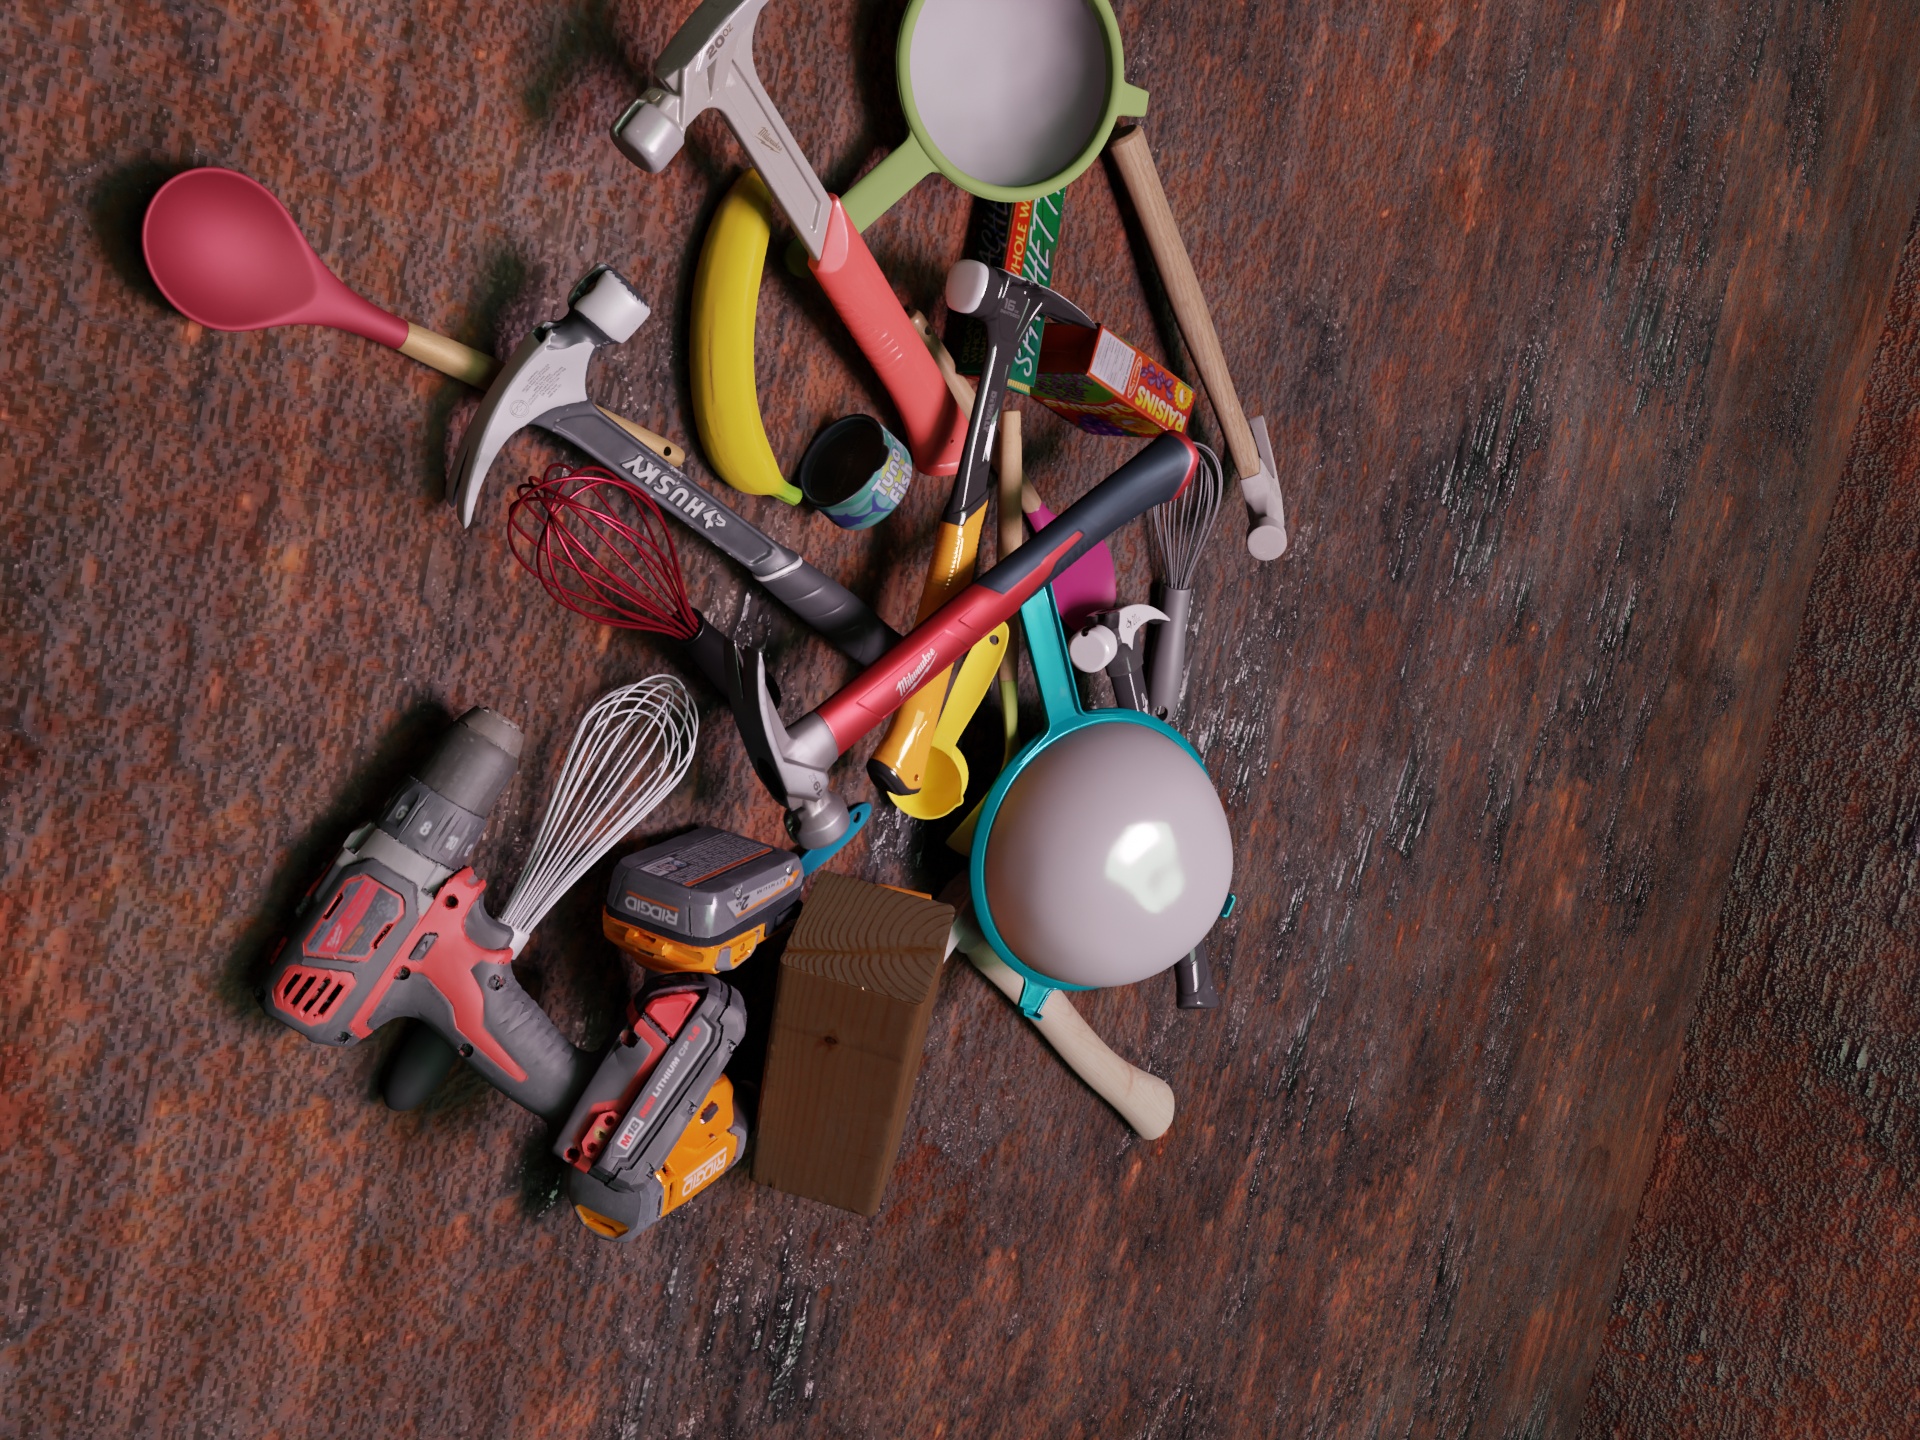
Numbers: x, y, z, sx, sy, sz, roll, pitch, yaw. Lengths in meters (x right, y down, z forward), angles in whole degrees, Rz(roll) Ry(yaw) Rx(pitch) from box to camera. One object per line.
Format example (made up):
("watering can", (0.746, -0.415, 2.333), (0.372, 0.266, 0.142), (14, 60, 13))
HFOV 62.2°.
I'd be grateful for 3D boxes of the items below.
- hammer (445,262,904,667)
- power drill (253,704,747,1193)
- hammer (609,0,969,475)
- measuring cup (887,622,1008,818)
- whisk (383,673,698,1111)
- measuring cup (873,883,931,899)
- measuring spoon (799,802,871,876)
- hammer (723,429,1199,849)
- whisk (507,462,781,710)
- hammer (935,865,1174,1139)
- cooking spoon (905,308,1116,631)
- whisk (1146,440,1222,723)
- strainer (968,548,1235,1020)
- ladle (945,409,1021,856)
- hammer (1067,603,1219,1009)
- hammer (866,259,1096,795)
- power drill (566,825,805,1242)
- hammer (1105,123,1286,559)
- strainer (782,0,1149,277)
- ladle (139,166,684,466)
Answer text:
("hammer", (-0.124, -0.096, 0.944), (0.149, 0.036, 0.408), (-45, 142, 6))
("power drill", (-0.223, 0.120, 0.832), (0.226, 0.080, 0.188), (33, 82, -9))
("hammer", (-0.058, -0.264, 0.920), (0.149, 0.037, 0.358), (-51, 146, -8))
("measuring cup", (-0.002, -0.003, 1.085), (0.156, 0.062, 0.029), (-63, 175, 22))
("whisk", (-0.239, 0.094, 0.897), (0.284, 0.070, 0.070), (-58, 136, -10))
("measuring cup", (-0.066, 0.187, 1.112), (0.095, 0.052, 0.173), (-80, -172, -53))
("measuring spoon", (-0.105, 0.089, 1.067), (0.128, 0.021, 0.042), (-41, 137, -42))
("hammer", (0.017, -0.089, 0.989), (0.386, 0.038, 0.143), (-41, 132, -28))
("whisk", (-0.161, -0.060, 0.877), (0.073, 0.073, 0.295), (-62, 157, -11))
("hammer", (0.078, 0.257, 1.300), (0.146, 0.038, 0.410), (-54, 136, -17))
("cooking spoon", (0.040, -0.170, 1.126), (0.069, 0.017, 0.318), (-56, 136, -17))
("whisk", (0.170, -0.105, 1.269), (0.055, 0.055, 0.238), (-17, 120, -43))
("strainer", (0.102, 0.045, 1.093), (0.211, 0.095, 0.340), (-25, 113, -22))
("ladle", (0.022, -0.056, 1.119), (0.078, 0.062, 0.320), (-39, 131, -69))
("hammer", (0.154, 0.071, 1.231), (0.146, 0.035, 0.334), (-38, 117, -61))
("hammer", (0.002, -0.114, 1.021), (0.127, 0.034, 0.337), (1, 106, -54))
("power drill", (-0.161, 0.186, 0.980), (0.164, 0.084, 0.226), (-20, 123, -65))
("hammer", (0.181, -0.287, 1.196), (0.130, 0.031, 0.331), (-78, 146, -53))
("strainer", (-0.018, -0.362, 0.975), (0.256, 0.069, 0.151), (-43, 118, -4))
("ladle", (-0.258, -0.185, 0.799), (0.315, 0.031, 0.069), (19, 92, -50))
